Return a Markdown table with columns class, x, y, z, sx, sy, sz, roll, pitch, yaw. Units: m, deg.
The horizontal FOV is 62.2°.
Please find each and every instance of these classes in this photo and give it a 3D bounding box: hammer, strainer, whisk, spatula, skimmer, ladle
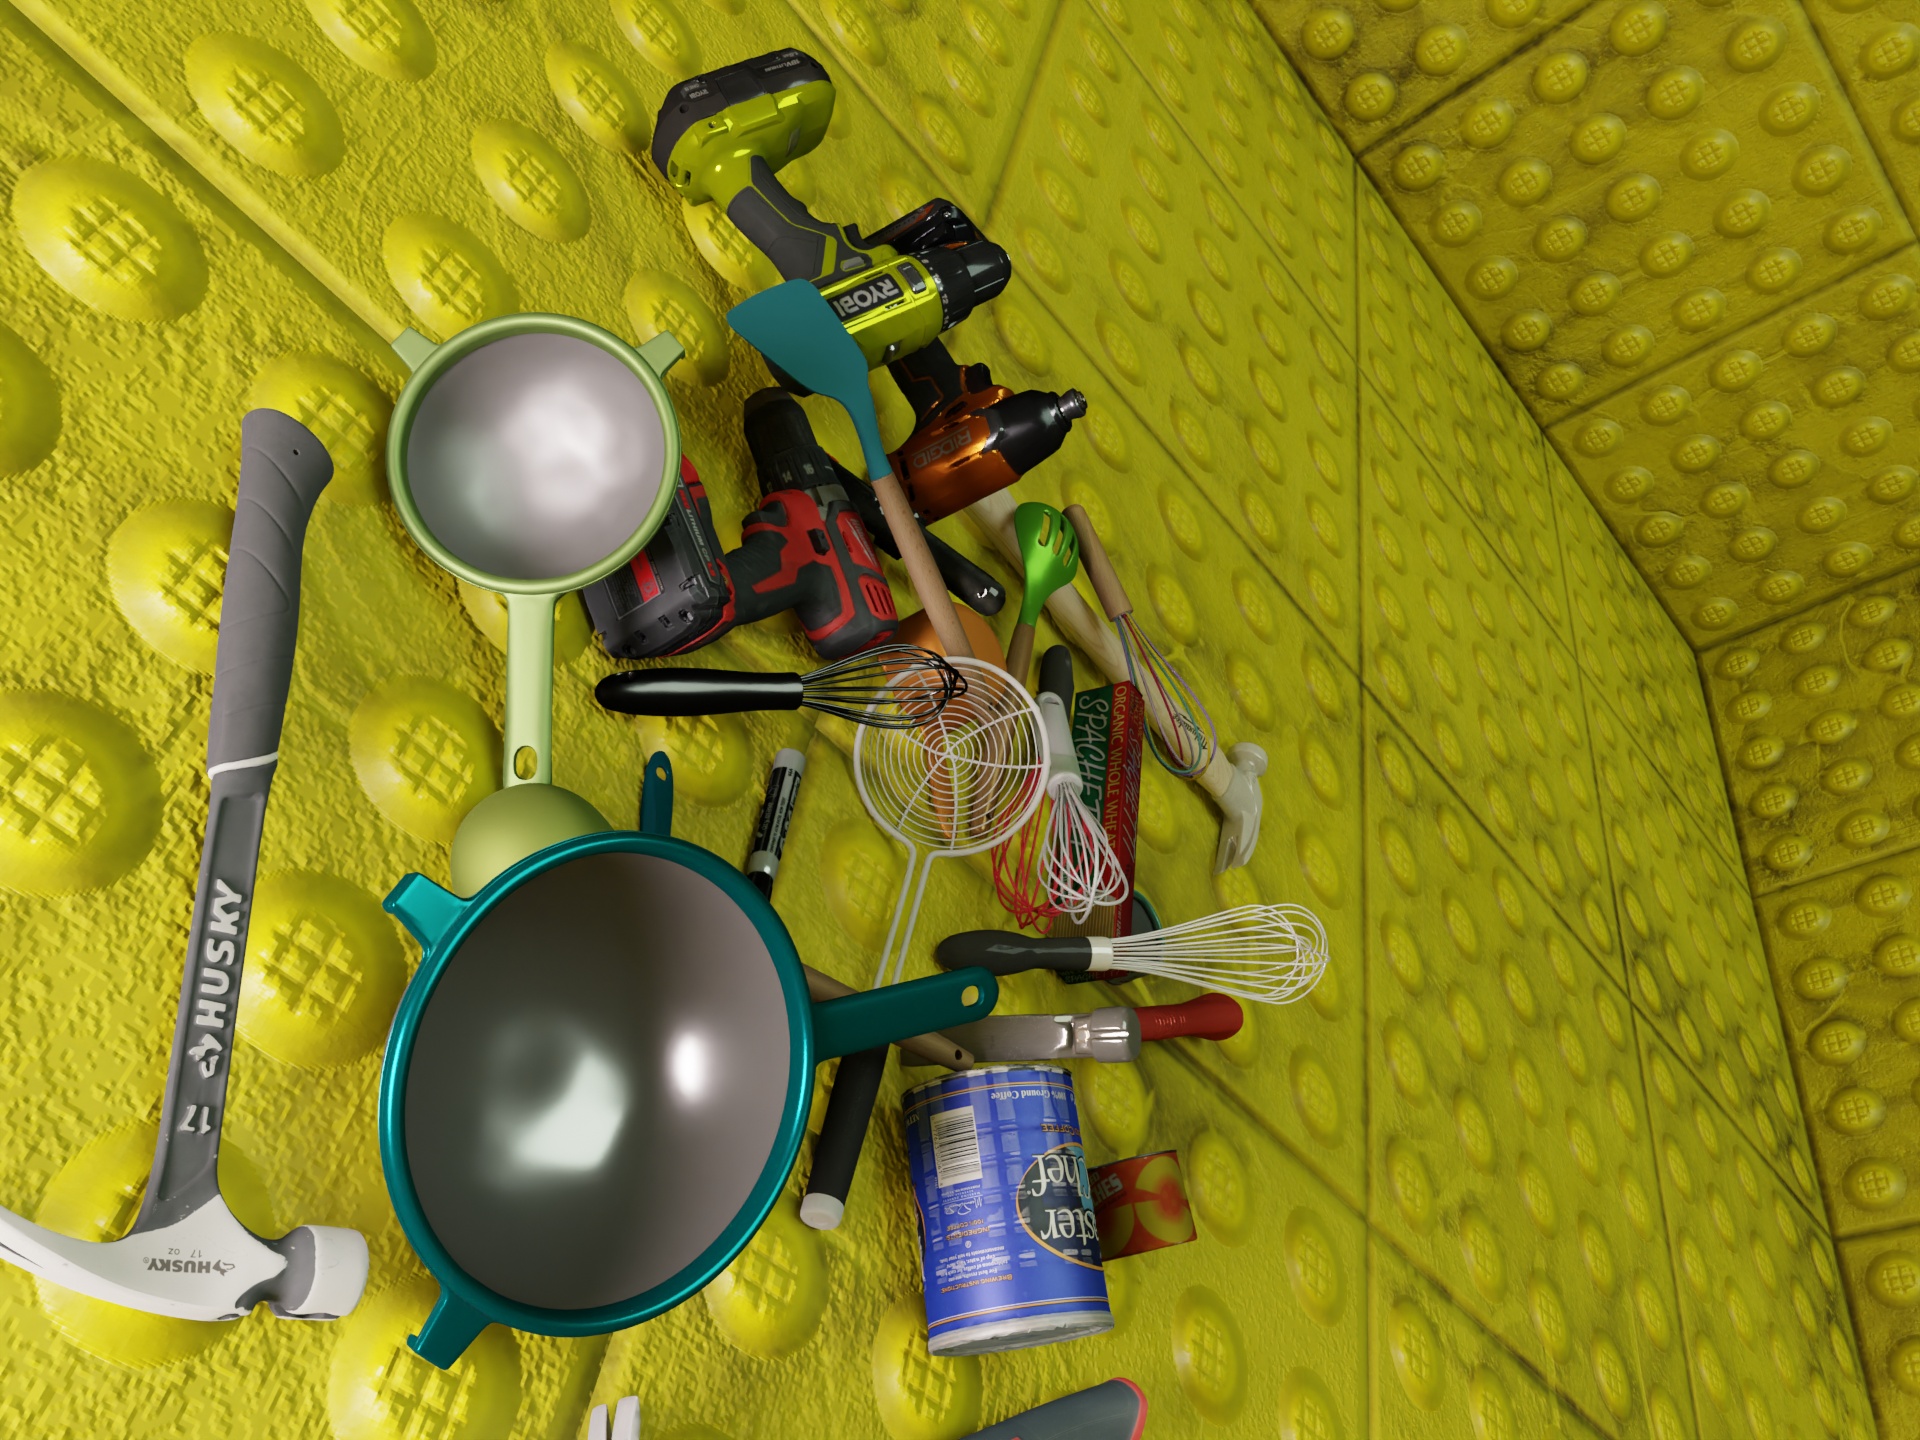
| class | x | y | z | sx | sy | sz | roll | pitch | yaw |
| --- | --- | --- | --- | --- | --- | --- | --- | --- | --- |
| hammer | 0.124 | -0.047 | 1.316 | 0.410 | 0.038 | 0.146 | 47 | 38 | -22 |
| hammer | -0.310 | 0.036 | 0.670 | 0.149 | 0.036 | 0.409 | 24 | 49 | -43 |
| strainer | -0.128 | 0.151 | 0.751 | 0.340 | 0.095 | 0.211 | -4 | 90 | -46 |
| whisk | 0.071 | 0.049 | 1.062 | 0.057 | 0.059 | 0.247 | 8 | 30 | -10 |
| whisk | 0.136 | -0.063 | 1.279 | 0.051 | 0.047 | 0.245 | -21 | 78 | -19 |
| whisk | -0.100 | -0.020 | 0.937 | 0.238 | 0.055 | 0.055 | -2 | 68 | -33 |
| hammer | -0.024 | 0.381 | 0.817 | 0.386 | 0.038 | 0.143 | 8 | 60 | -51 |
| whisk | 0.120 | 0.157 | 1.059 | 0.284 | 0.070 | 0.070 | 3 | 61 | -18 |
| whisk | 0.065 | 0.039 | 1.160 | 0.073 | 0.073 | 0.296 | 44 | 32 | -26 |
| spatula | -0.047 | -0.134 | 1.032 | 0.082 | 0.044 | 0.317 | -42 | 115 | -44 |
| skimmer | -0.032 | 0.117 | 0.942 | 0.127 | 0.090 | 0.364 | 19 | 47 | -4 |
| ladle | -0.117 | 0.124 | 0.828 | 0.319 | 0.062 | 0.078 | 34 | 54 | -32 |
| hammer | 0.105 | 0.206 | 1.071 | 0.358 | 0.149 | 0.037 | 16 | 69 | -62 |
| strainer | -0.220 | -0.082 | 0.839 | 0.069 | 0.151 | 0.256 | 109 | -20 | -84 |

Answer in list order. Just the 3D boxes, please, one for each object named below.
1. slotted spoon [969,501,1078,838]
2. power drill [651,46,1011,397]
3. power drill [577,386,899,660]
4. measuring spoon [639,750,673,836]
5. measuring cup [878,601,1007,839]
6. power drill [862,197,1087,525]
| class | x | y | z | sx | sy | sz | roll | pitch | yaw |
| --- | --- | --- | --- | --- | --- | --- | --- | --- | --- |
| slotted spoon | 0.045 | -0.047 | 1.183 | 0.070 | 0.031 | 0.314 | 35 | 51 | -28 |
| power drill | -0.090 | -0.349 | 1.106 | 0.190 | 0.080 | 0.228 | -30 | 79 | -25 |
| power drill | -0.139 | -0.125 | 0.979 | 0.226 | 0.080 | 0.188 | -8 | 75 | -58 |
| measuring spoon | -0.160 | 0.070 | 0.859 | 0.042 | 0.021 | 0.129 | 28 | 48 | -42 |
| measuring cup | -0.002 | -0.004 | 1.097 | 0.095 | 0.052 | 0.174 | 23 | 48 | -44 |
| power drill | -0.002 | -0.269 | 1.181 | 0.084 | 0.164 | 0.227 | 27 | 44 | -59 |
